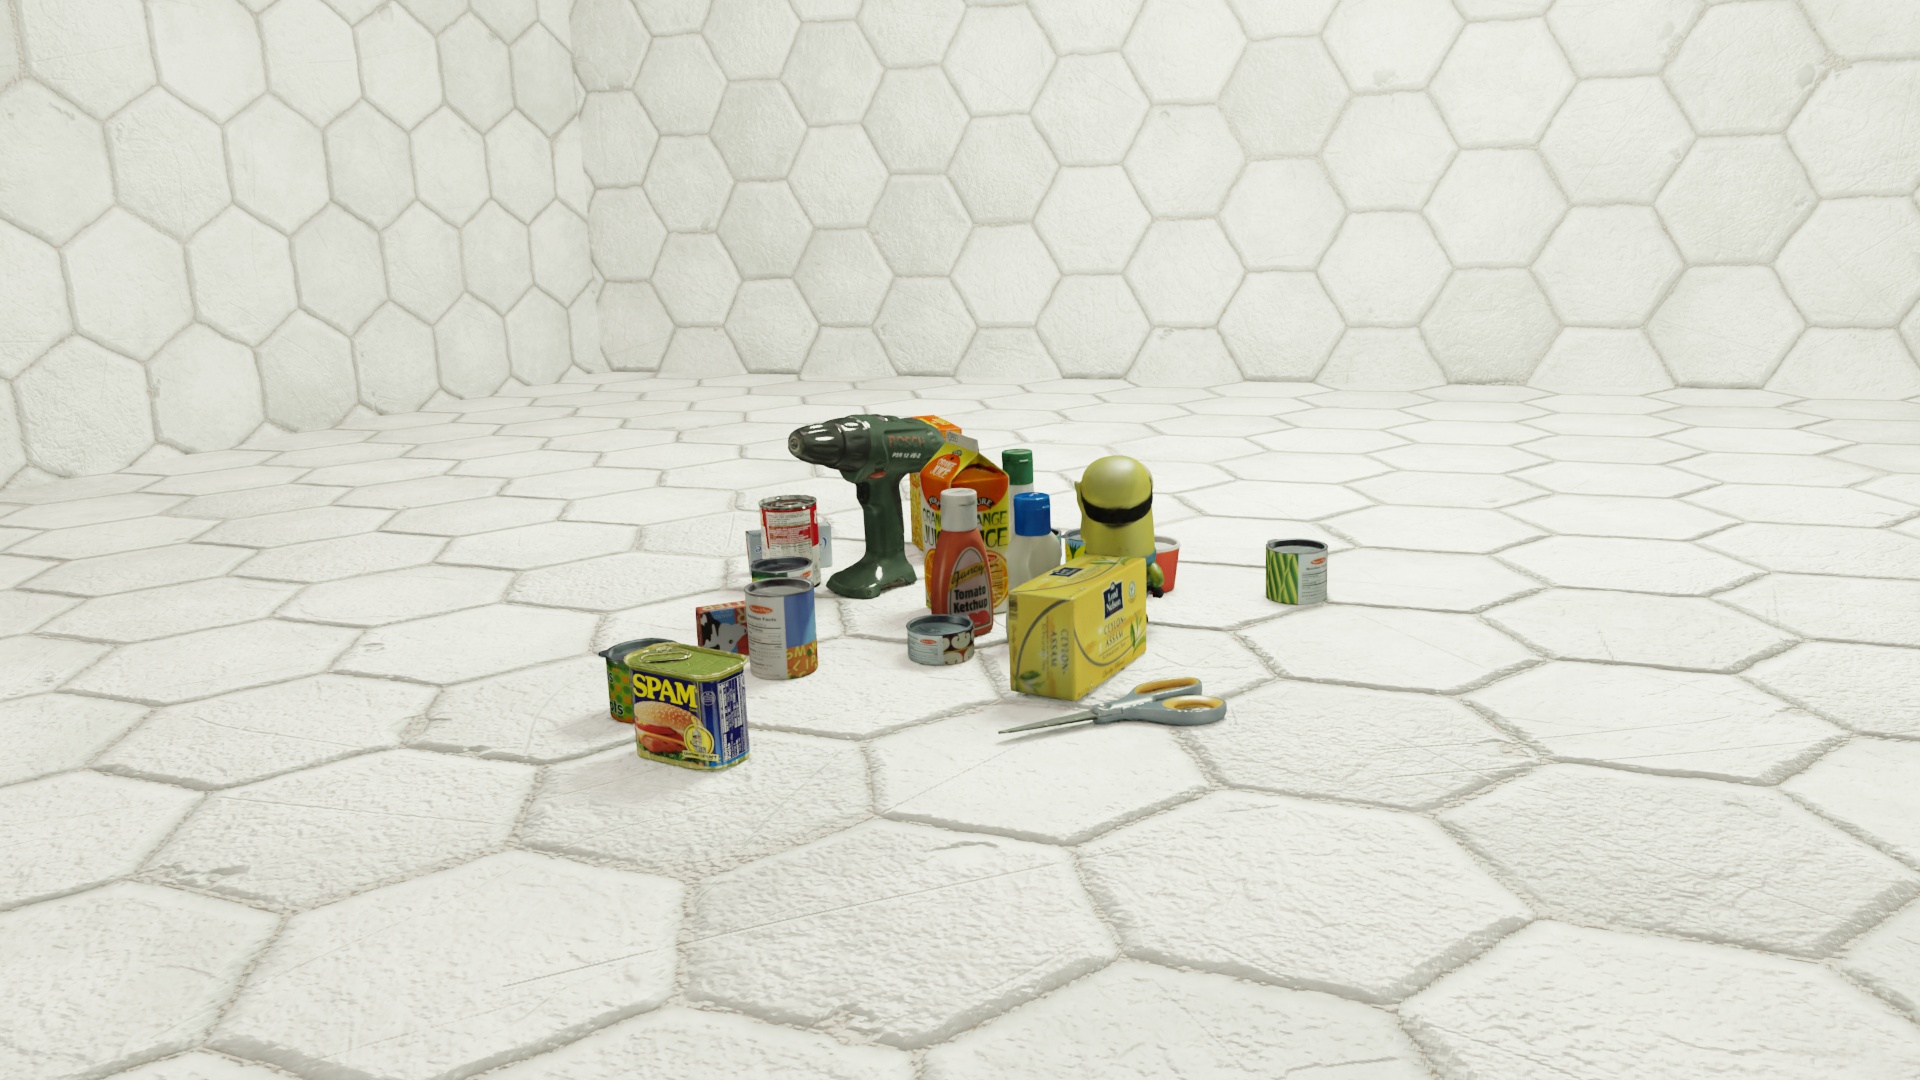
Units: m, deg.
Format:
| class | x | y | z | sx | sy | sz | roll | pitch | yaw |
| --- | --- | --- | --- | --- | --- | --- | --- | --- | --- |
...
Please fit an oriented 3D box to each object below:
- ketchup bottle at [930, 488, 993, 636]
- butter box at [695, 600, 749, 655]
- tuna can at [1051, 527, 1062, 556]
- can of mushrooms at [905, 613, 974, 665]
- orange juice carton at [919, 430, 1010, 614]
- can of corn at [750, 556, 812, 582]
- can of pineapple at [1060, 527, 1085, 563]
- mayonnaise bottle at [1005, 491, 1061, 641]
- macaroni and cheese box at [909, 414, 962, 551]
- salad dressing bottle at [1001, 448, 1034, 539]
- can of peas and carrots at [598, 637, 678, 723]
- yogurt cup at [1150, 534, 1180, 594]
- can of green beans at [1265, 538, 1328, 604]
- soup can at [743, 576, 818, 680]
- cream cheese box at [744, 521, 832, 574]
| class | x | y | z | sx | sy | sz | roll | pitch | yaw |
| --- | --- | --- | --- | --- | --- | --- | --- | --- | --- |
| ketchup bottle | 0.000 | 0.023 | 1.405 | 0.065 | 0.148 | 0.043 | -9 | 15 | -28 |
| butter box | -0.210 | 0.086 | 1.379 | 0.104 | 0.053 | 0.024 | -8 | 15 | -24 |
| tuna can | 0.092 | 0.005 | 1.706 | 0.071 | 0.032 | 0.071 | -2 | 14 | 1 |
| can of mushrooms | -0.018 | 0.096 | 1.351 | 0.071 | 0.033 | 0.071 | -2 | 14 | 1 |
| orange juice carton | 0.005 | -0.019 | 1.481 | 0.073 | 0.192 | 0.072 | -9 | 15 | -26 |
| can of corn | -0.194 | 0.053 | 1.502 | 0.071 | 0.058 | 0.071 | -2 | 13 | 1 |
| can of pineapple | 0.150 | 0.020 | 1.586 | 0.071 | 0.057 | 0.071 | -2 | 13 | 1 |
| mayonnaise bottle | 0.073 | 0.027 | 1.377 | 0.041 | 0.147 | 0.065 | 10 | 18 | 43 |
| macaroni and cheese box | -0.031 | -0.066 | 1.736 | 0.040 | 0.166 | 0.124 | -6 | 14 | -17 |
| salad dressing bottle | 0.069 | -0.033 | 1.624 | 0.064 | 0.147 | 0.044 | -7 | 14 | -20 |
| can of peas and carrots | -0.280 | 0.124 | 1.224 | 0.071 | 0.058 | 0.071 | -2 | 13 | 1 |
| yogurt cup | 0.212 | 0.027 | 1.553 | 0.072 | 0.053 | 0.072 | -2 | 14 | 1 |
| can of green beans | 0.362 | 0.033 | 1.498 | 0.071 | 0.057 | 0.071 | -2 | 13 | 1 |
| soup can | -0.168 | 0.082 | 1.323 | 0.071 | 0.083 | 0.071 | -2 | 13 | 1 |
| cream cheese box | -0.208 | 0.010 | 1.690 | 0.104 | 0.053 | 0.024 | -7 | 14 | -20 |
